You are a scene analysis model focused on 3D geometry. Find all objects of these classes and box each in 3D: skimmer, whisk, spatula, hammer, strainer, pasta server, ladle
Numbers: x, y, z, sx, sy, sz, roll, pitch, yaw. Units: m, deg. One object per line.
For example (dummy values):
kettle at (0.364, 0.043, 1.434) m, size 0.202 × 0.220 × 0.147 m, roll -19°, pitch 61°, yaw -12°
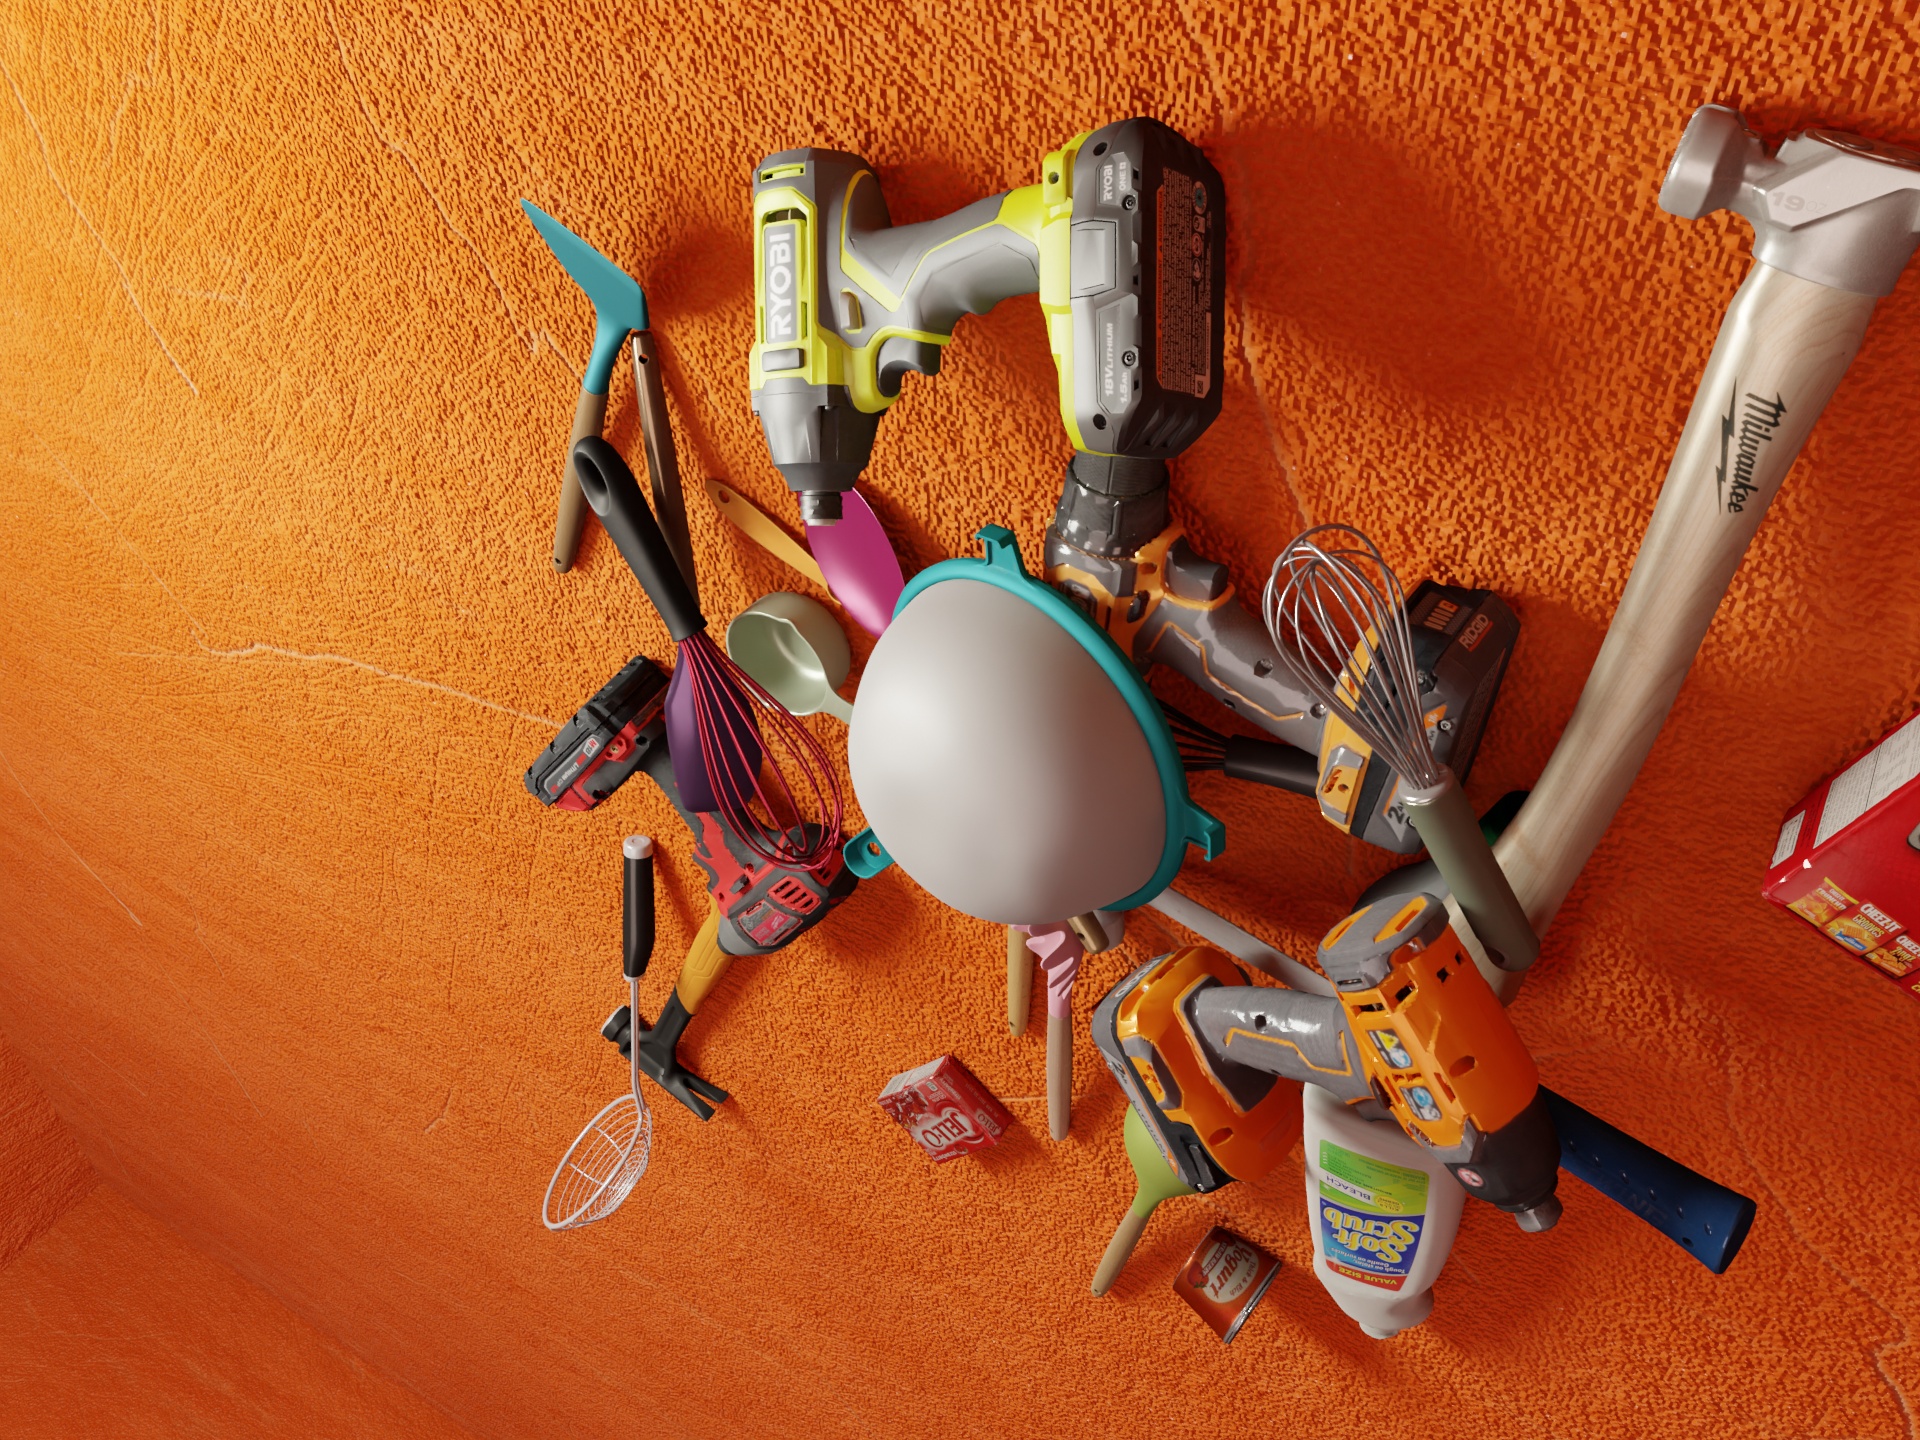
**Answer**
skimmer at (-0.296, 0.256, 1.299) m, size 0.090 × 0.127 × 0.363 m, roll 3°, pitch 114°, yaw -6°
whisk at (0.144, 0.018, 0.835) m, size 0.239 × 0.055 × 0.055 m, roll 13°, pitch 132°, yaw 24°
spatula at (-0.167, -0.081, 0.975) m, size 0.060 × 0.018 × 0.315 m, roll -7°, pitch 117°, yaw -3°
hammer at (0.289, -0.025, 0.649) m, size 0.146 × 0.038 × 0.410 m, roll 24°, pitch 130°, yaw 18°
whisk at (0.193, 0.020, 0.669) m, size 0.246 × 0.059 × 0.058 m, roll 55°, pitch 167°, yaw -27°
strainer at (-0.019, 0.051, 0.872) m, size 0.211 × 0.095 × 0.340 m, roll 54°, pitch 147°, yaw 2°
spatula at (-0.228, -0.177, 0.942) m, size 0.082 × 0.044 × 0.317 m, roll 37°, pitch 144°, yaw 5°
pasta server at (0.058, 0.205, 1.041) m, size 0.060 × 0.040 × 0.316 m, roll 54°, pitch 161°, yaw 35°
hammer at (0.206, 0.148, 0.830) m, size 0.406 × 0.035 × 0.144 m, roll 29°, pitch 139°, yaw 38°
ladle at (0.132, 0.351, 1.149) m, size 0.078 × 0.062 × 0.320 m, roll 28°, pitch 145°, yaw 14°
ladle at (0.040, 0.105, 1.005) m, size 0.069 × 0.031 × 0.315 m, roll 34°, pitch 144°, yaw 30°
whisk at (-0.152, -0.036, 0.953) m, size 0.073 × 0.073 × 0.295 m, roll -13°, pitch 110°, yaw 44°
hammer at (-0.212, 0.221, 1.303) m, size 0.127 × 0.034 × 0.336 m, roll 38°, pitch 140°, yaw 6°

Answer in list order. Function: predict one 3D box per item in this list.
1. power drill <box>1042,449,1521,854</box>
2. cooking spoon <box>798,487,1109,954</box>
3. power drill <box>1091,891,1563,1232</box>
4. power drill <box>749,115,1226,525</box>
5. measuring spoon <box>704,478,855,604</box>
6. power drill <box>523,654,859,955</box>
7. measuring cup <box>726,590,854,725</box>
power drill at (0.138, -0.054, 0.749) m, size 0.226 × 0.084 × 0.185 m, roll 26°, pitch 136°, yaw 24°
cooking spoon at (-0.001, -0.003, 0.912) m, size 0.069 × 0.017 × 0.319 m, roll -28°, pitch 94°, yaw 51°
power drill at (0.182, 0.178, 0.782) m, size 0.226 × 0.084 × 0.164 m, roll -25°, pitch 98°, yaw 55°
power drill at (0.001, -0.175, 0.712) m, size 0.223 × 0.080 × 0.171 m, roll 4°, pitch 97°, yaw 35°
measuring spoon at (-0.106, -0.109, 0.947) m, size 0.117 × 0.011 × 0.021 m, roll 38°, pitch 134°, yaw 9°
power drill at (-0.187, 0.073, 1.111) m, size 0.219 × 0.079 × 0.143 m, roll 43°, pitch 130°, yaw -7°
measuring cup at (-0.066, -0.019, 0.972) m, size 0.167 × 0.038 × 0.083 m, roll 33°, pitch 139°, yaw 7°
